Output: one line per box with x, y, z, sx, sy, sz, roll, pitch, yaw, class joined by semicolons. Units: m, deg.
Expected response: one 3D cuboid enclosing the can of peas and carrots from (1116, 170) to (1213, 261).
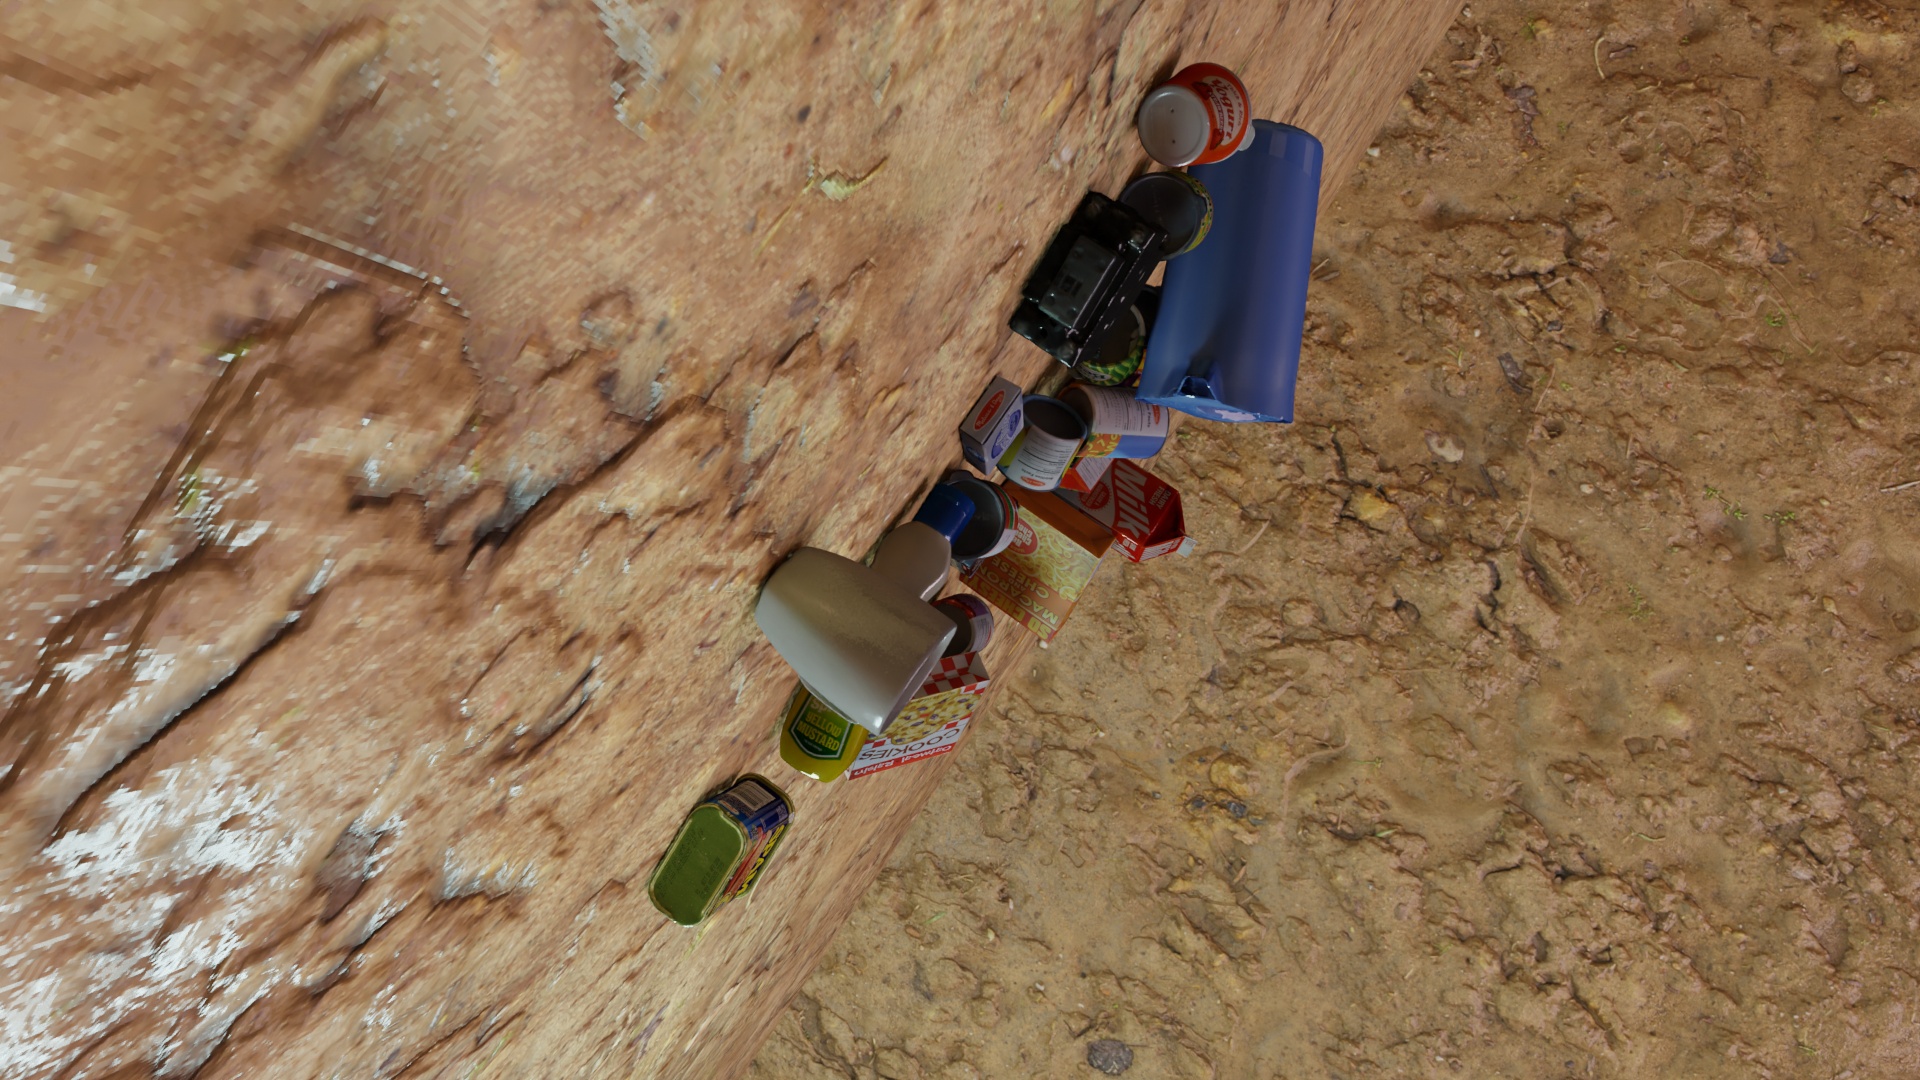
0.159;-0.250;1.063;0.070;0.071;0.059;-60;171;24;can of peas and carrots

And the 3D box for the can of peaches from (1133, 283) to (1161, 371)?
0.164;-0.199;1.291;0.071;0.071;0.058;-54;172;-13;can of peaches

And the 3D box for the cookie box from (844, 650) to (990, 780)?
-0.052;0.180;1.421;0.123;0.040;0.166;-12;150;-24;cookie box

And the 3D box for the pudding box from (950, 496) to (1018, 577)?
0.021;-0.008;1.343;0.084;0.030;0.049;-54;172;-10;pudding box

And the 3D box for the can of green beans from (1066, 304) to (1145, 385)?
0.124;-0.170;1.181;0.071;0.071;0.058;-55;171;-3;can of green beans

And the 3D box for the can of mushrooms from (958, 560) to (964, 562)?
0.004;-0.015;1.215;0.071;0.033;0.071;-54;172;-11;can of mushrooms

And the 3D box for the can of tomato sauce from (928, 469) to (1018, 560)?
0.009;-0.020;1.123;0.071;0.071;0.083;-57;172;6;can of tomato sauce

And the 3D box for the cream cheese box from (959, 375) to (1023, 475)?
0.026;-0.088;1.086;0.053;0.024;0.103;-54;171;-7;cream cheese box

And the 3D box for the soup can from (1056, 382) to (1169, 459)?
0.132;-0.105;1.239;0.084;0.071;0.071;-1;135;-32;soup can

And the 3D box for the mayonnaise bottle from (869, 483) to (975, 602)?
-0.041;0.025;1.030;0.148;0.065;0.041;-57;175;-20;mayonnaise bottle

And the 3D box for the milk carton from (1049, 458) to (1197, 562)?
0.157;-0.042;1.426;0.073;0.191;0.072;-55;171;-11;milk carton

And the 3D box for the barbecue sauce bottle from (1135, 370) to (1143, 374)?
0.168;-0.165;1.437;0.149;0.065;0.043;-52;179;-38;barbecue sauce bottle

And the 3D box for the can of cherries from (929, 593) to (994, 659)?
-0.008;0.089;1.430;0.071;0.071;0.058;-58;166;14;can of cherries

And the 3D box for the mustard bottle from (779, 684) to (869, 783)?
-0.090;0.113;1.090;0.159;0.065;0.049;-66;174;22;mustard bottle

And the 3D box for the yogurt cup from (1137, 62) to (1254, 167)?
0.155;-0.285;0.939;0.054;0.072;0.072;-35;159;-47;yogurt cup

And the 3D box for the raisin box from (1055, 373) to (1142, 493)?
0.119;-0.107;1.325;0.124;0.086;0.040;-53;127;-20;raisin box

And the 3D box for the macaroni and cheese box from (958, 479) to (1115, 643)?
0.076;0.019;1.438;0.040;0.124;0.165;-48;169;-36;macaroni and cheese box

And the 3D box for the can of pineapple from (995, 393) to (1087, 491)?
0.068;-0.086;1.198;0.071;0.071;0.057;-44;165;-53;can of pineapple
